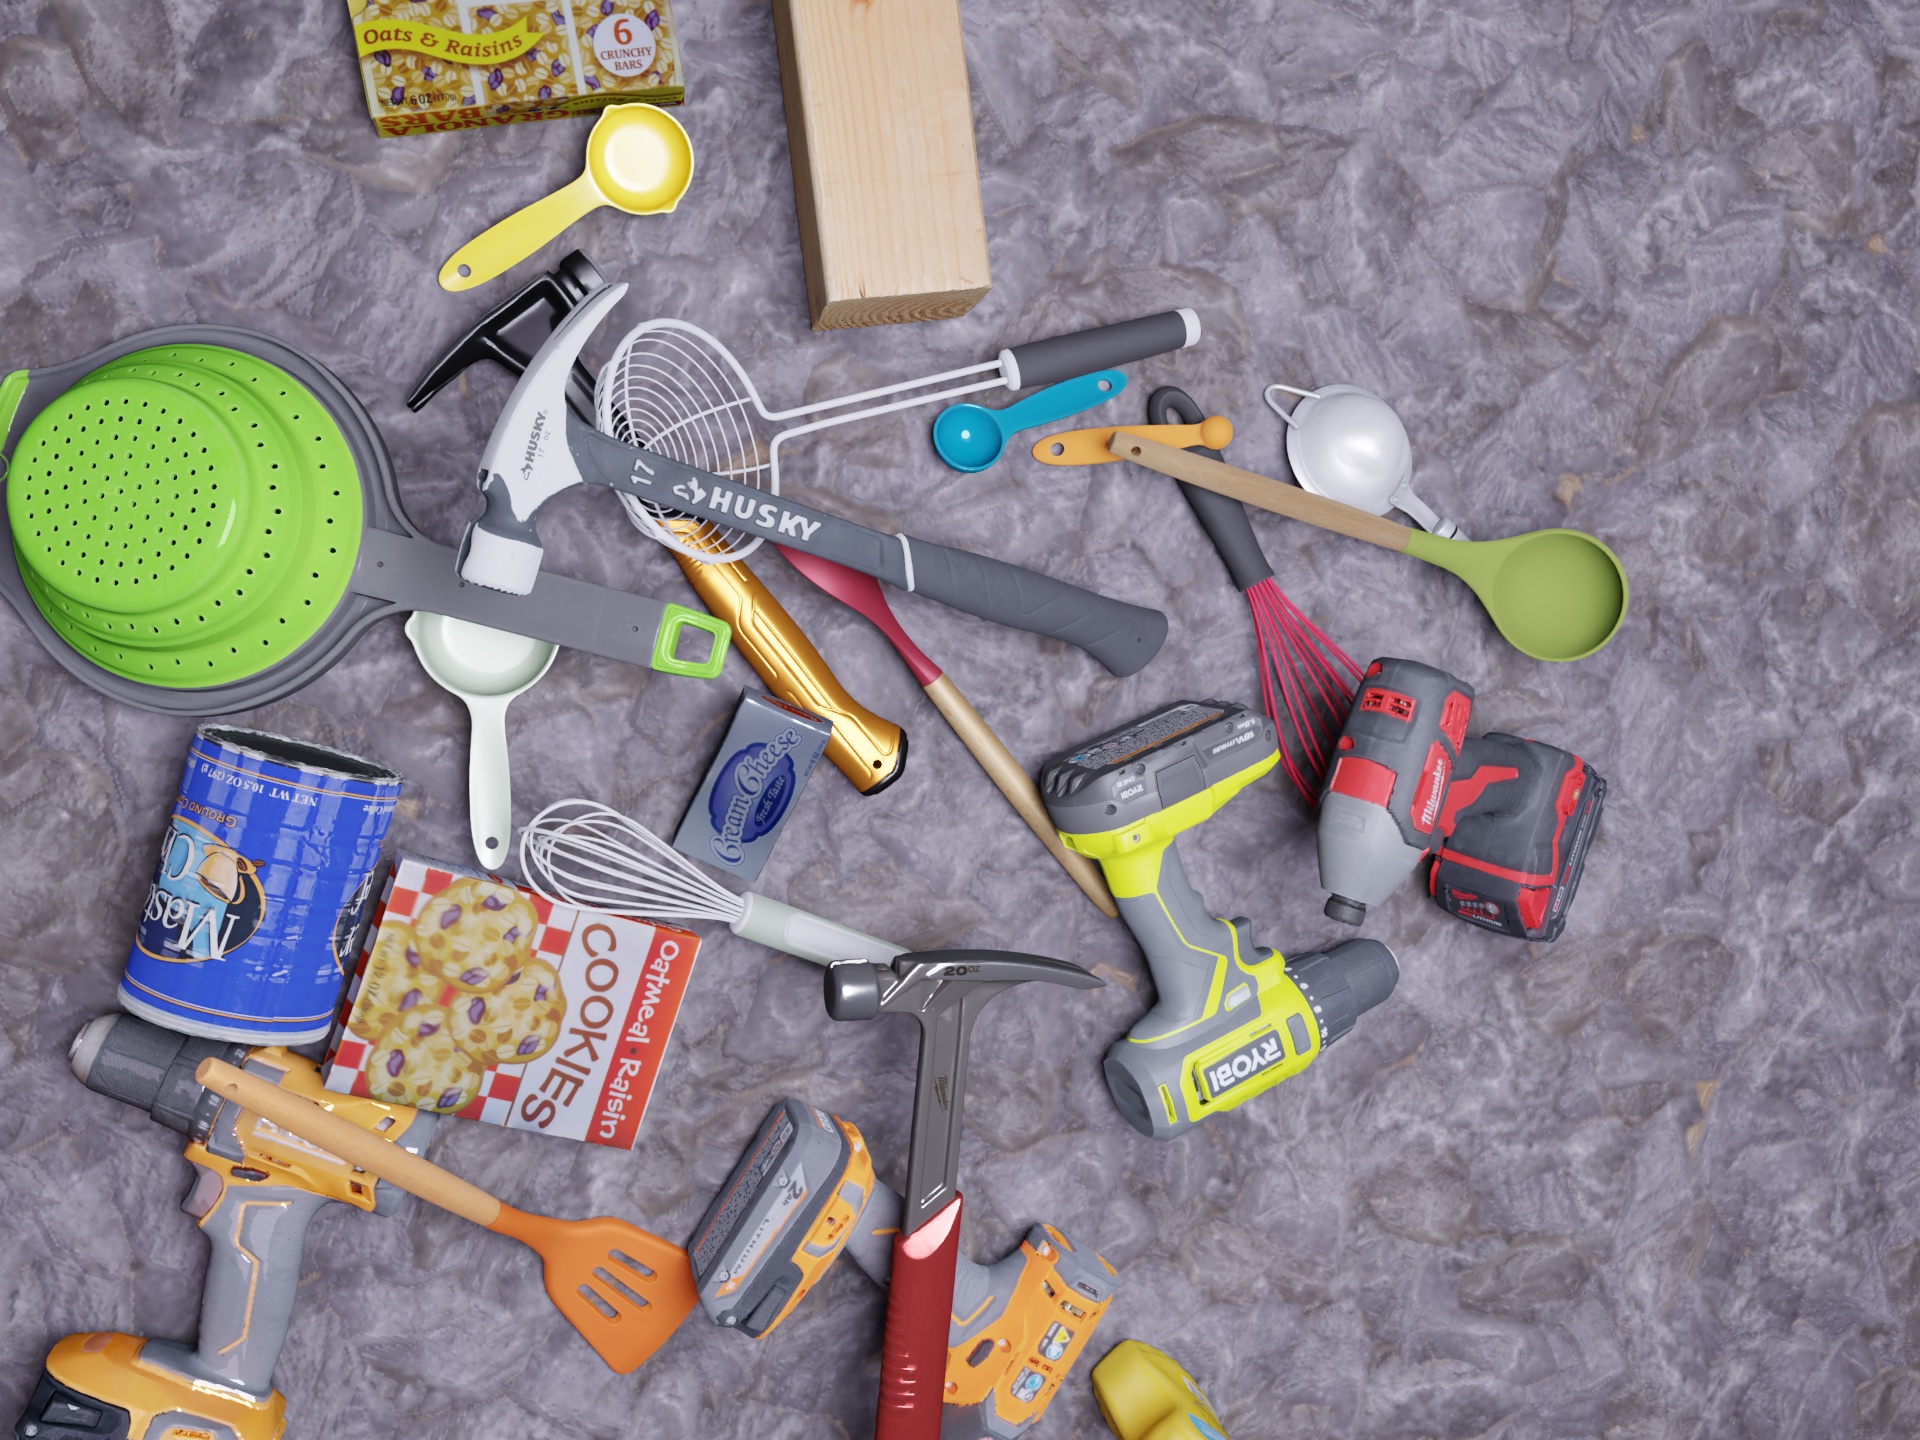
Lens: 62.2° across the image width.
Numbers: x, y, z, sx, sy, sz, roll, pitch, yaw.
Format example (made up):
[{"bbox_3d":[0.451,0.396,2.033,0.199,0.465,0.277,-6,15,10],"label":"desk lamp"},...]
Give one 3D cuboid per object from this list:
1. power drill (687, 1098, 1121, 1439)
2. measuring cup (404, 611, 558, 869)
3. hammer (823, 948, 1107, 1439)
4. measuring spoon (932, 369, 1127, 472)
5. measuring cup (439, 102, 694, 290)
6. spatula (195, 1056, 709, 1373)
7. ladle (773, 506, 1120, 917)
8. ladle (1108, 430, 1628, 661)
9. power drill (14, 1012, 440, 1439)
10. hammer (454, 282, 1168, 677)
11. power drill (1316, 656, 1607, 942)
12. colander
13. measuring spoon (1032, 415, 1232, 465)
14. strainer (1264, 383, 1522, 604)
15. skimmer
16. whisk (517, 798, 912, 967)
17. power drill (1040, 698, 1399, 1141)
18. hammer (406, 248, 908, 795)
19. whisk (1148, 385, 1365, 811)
[{"bbox_3d":[-0.039,0.334,0.904,0.226,0.084,0.164,33,86,-15],"label":"power drill"},{"bbox_3d":[-0.255,-0.004,0.864,0.083,0.038,0.167,-1,95,-12],"label":"measuring cup"},{"bbox_3d":[-0.012,0.300,0.849,0.149,0.037,0.359,3,96,-19],"label":"hammer"},{"bbox_3d":[0.041,-0.176,0.928,0.128,0.021,0.042,-24,79,-18],"label":"measuring spoon"},{"bbox_3d":[-0.216,-0.280,0.866,0.156,0.029,0.062,-30,116,4],"label":"measuring cup"},{"bbox_3d":[-0.259,0.253,0.830,0.081,0.041,0.322,-48,130,-6],"label":"spatula"},{"bbox_3d":[-0.001,-0.003,0.912,0.031,0.069,0.315,-33,106,21],"label":"ladle"},{"bbox_3d":[0.236,-0.109,0.916,0.320,0.062,0.078,16,109,-11],"label":"ladle"},{"bbox_3d":[-0.402,0.274,0.827,0.185,0.084,0.226,25,83,-12],"label":"power drill"},{"bbox_3d":[-0.045,-0.092,0.824,0.408,0.036,0.149,15,94,-36],"label":"hammer"},{"bbox_3d":[0.276,0.058,0.900,0.219,0.079,0.143,19,89,-46],"label":"power drill"},{"bbox_3d":[-0.312,-0.085,0.785,0.397,0.094,0.204,14,88,-2],"label":"colander"},{"bbox_3d":[0.099,-0.163,0.923,0.117,0.011,0.021,-5,88,7],"label":"measuring spoon"},{"bbox_3d":[0.289,-0.122,0.969,0.258,0.050,0.087,41,70,-14],"label":"strainer"},{"bbox_3d":[-0.018,-0.180,0.856,0.363,0.090,0.127,-17,96,-18],"label":"skimmer"},{"bbox_3d":[-0.127,0.102,0.873,0.246,0.059,0.058,24,71,-26],"label":"whisk"},{"bbox_3d":[0.154,0.108,0.927,0.190,0.080,0.228,-23,103,-19],"label":"power drill"},{"bbox_3d":[-0.150,-0.088,0.881,0.127,0.034,0.336,-40,100,-8],"label":"hammer"},{"bbox_3d":[0.185,-0.065,0.943,0.073,0.073,0.296,-27,91,-9],"label":"whisk"}]
